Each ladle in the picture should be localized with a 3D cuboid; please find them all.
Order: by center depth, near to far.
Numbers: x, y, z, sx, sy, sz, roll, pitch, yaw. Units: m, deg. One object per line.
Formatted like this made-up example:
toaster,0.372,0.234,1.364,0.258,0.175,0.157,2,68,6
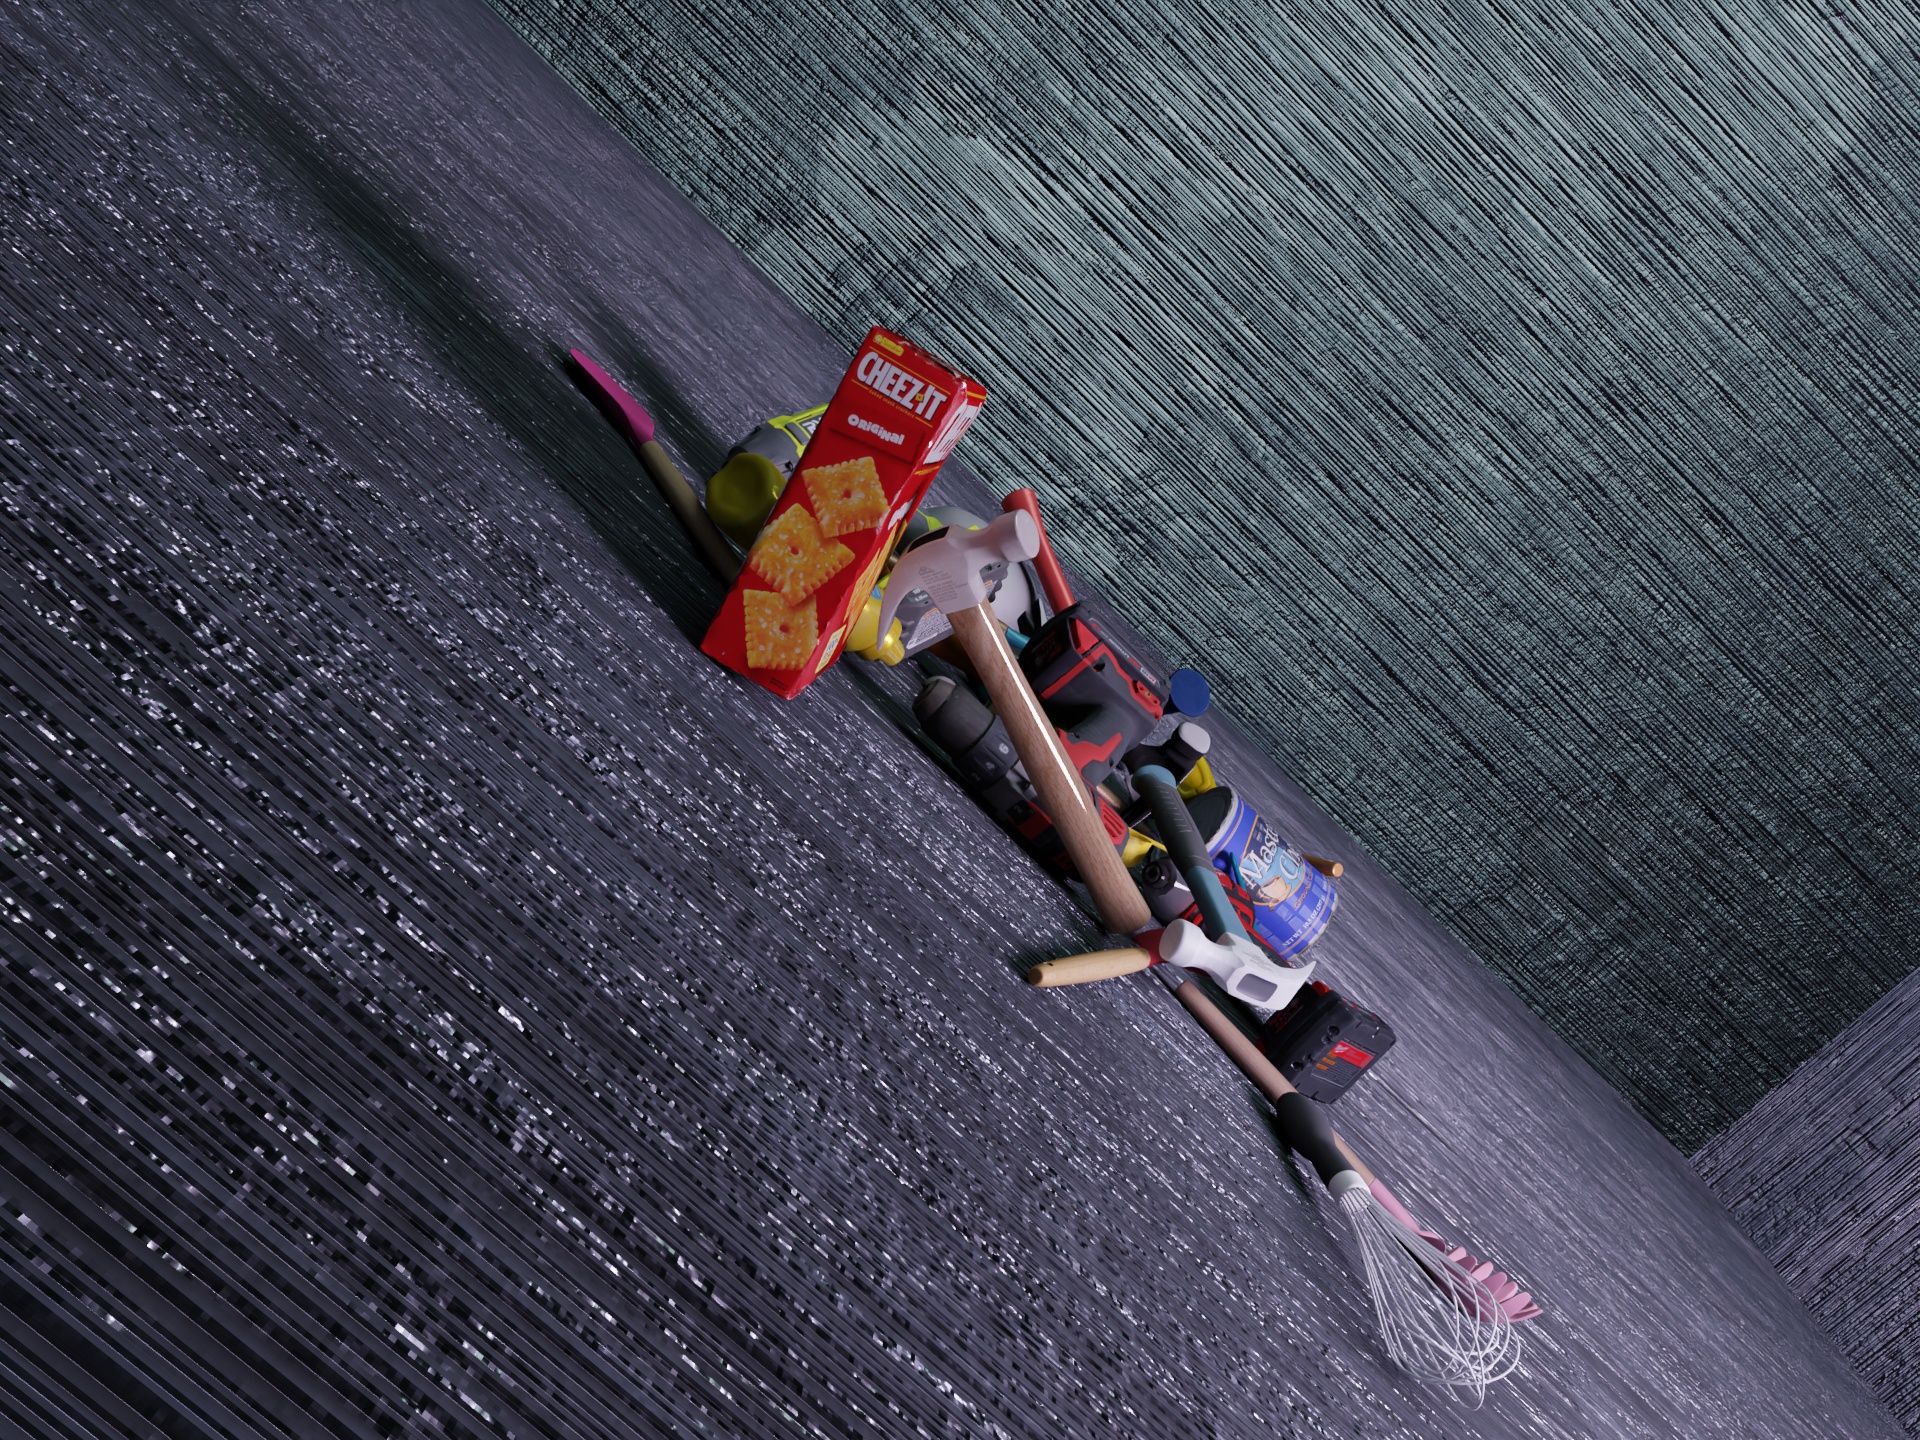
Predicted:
ladle,0.108,0.159,1.049,0.069,0.031,0.315,19,3,25

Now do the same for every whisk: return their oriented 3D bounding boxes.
whisk,0.250,0.308,0.969,0.070,0.070,0.285,40,7,-19

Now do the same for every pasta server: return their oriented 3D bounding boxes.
pasta server,0.269,0.296,1.105,0.316,0.040,0.060,46,-1,16

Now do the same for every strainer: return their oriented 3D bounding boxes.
strainer,0.024,-0.120,1.583,0.210,0.095,0.341,39,14,-28

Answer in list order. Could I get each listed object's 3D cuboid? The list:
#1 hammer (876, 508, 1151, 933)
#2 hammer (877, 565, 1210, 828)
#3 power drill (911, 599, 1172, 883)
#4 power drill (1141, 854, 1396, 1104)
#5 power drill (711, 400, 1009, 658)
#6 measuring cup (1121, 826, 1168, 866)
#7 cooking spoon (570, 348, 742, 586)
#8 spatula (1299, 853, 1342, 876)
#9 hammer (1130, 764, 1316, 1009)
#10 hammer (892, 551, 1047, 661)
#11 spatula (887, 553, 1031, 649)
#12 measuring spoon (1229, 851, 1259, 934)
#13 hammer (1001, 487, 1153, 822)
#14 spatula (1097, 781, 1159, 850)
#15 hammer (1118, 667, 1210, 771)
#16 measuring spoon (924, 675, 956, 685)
hammer,0.049,0.016,1.069,0.331,0.130,0.031,62,31,-26
hammer,0.043,-0.029,1.372,0.337,0.127,0.034,33,37,-6
power drill,0.065,-0.001,1.216,0.188,0.080,0.227,42,36,-10
power drill,0.230,0.191,1.260,0.143,0.078,0.220,32,14,-50
power drill,-0.083,-0.162,1.300,0.171,0.080,0.223,-29,70,-36
measuring cup,0.160,0.116,1.339,0.156,0.029,0.062,27,4,-39
cooking spoon,-0.219,-0.185,1.164,0.068,0.017,0.319,33,15,-51
spatula,0.284,0.123,1.608,0.081,0.041,0.323,40,-14,-21
hammer,0.179,0.113,1.206,0.128,0.033,0.331,28,17,-16
hammer,-0.053,-0.135,1.428,0.334,0.035,0.146,35,38,-16
spatula,0.010,-0.082,1.397,0.317,0.044,0.082,31,42,-13
measuring spoon,0.244,0.178,1.373,0.042,0.021,0.129,25,49,-72
hammer,0.117,-0.076,1.561,0.149,0.036,0.359,65,4,-69
spatula,0.157,0.092,1.495,0.315,0.018,0.060,42,6,-14
hammer,0.180,-0.023,1.555,0.405,0.035,0.144,148,-78,-86
measuring spoon,-0.002,-0.004,1.278,0.034,0.018,0.124,38,13,-29
